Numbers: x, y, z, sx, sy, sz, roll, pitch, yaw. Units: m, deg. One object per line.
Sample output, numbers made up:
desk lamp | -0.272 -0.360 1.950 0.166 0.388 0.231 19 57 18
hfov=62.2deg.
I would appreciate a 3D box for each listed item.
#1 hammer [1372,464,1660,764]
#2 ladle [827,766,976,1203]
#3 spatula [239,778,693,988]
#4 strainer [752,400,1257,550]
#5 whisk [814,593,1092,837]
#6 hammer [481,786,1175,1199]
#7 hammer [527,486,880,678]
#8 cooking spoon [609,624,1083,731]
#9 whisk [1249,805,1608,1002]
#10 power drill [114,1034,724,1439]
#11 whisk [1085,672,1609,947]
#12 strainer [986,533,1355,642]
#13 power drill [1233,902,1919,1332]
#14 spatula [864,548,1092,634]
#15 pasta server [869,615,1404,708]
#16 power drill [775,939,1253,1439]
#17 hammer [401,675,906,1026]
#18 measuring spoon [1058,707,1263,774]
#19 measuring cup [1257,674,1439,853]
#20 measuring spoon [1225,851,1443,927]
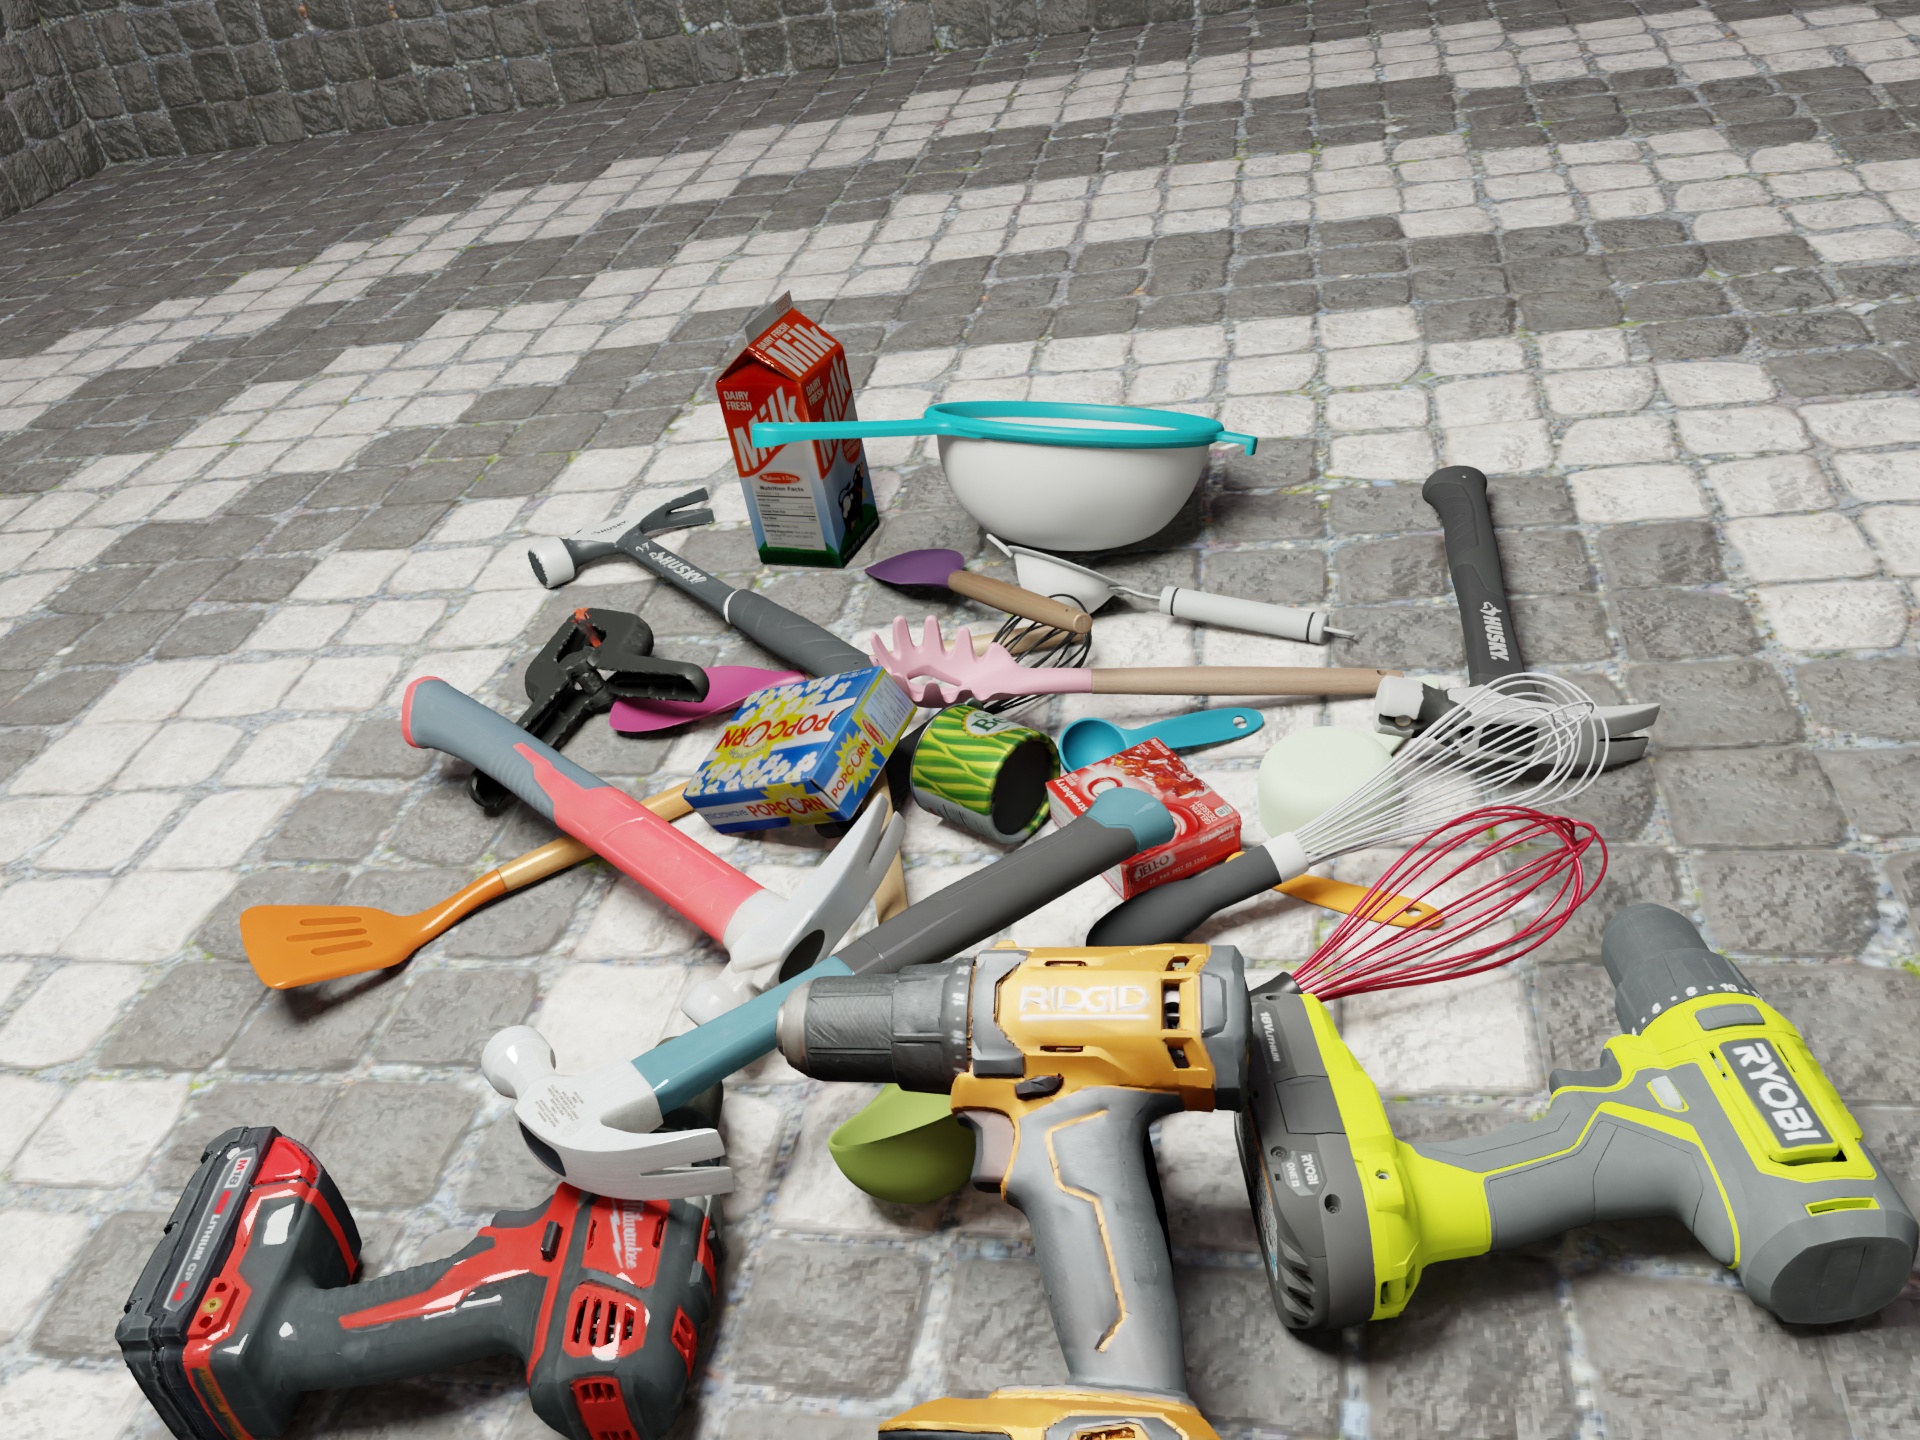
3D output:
hammer | 0.324 -0.077 0.973 0.146 0.035 0.335 9 33 7
ladle | -0.035 0.103 0.791 0.078 0.062 0.320 -19 38 5
spatula | -0.247 0.076 0.927 0.322 0.041 0.081 -25 37 -21
strainer | 0.020 -0.165 1.101 0.340 0.095 0.211 -6 18 -25
whisk | -0.001 -0.004 0.968 0.055 0.055 0.239 22 50 39
hammer | -0.041 0.110 0.721 0.331 0.033 0.128 -26 34 -25
hammer | -0.162 -0.087 1.124 0.149 0.036 0.409 -28 34 -25
cooking spoon | -0.076 -0.031 1.052 0.319 0.017 0.069 -11 31 2
whisk | 0.171 0.117 0.736 0.296 0.073 0.073 -26 36 -9
power drill | -0.212 0.217 0.684 0.226 0.080 0.188 -5 35 5
whisk | 0.193 0.056 0.797 0.284 0.070 0.070 -26 35 -1
strainer | 0.129 -0.078 1.041 0.258 0.050 0.086 13 -3 23
power drill | 0.230 0.155 0.645 0.228 0.080 0.191 -7 34 2
spatula | 0.010 -0.089 1.048 0.060 0.018 0.316 -23 20 -17
pasta server | 0.105 -0.029 0.938 0.316 0.040 0.060 0 42 -1
power drill | 0.015 0.188 0.580 0.185 0.084 0.226 -1 60 10
hammer | -0.198 0.038 0.892 0.387 0.038 0.143 26 70 40
measuring spoon | 0.117 0.013 0.935 0.128 0.021 0.042 -10 64 -14
measuring cup | 0.226 0.009 0.886 0.083 0.038 0.167 18 46 36
measuring spoon | 0.189 0.085 0.812 0.117 0.011 0.021 13 41 32
